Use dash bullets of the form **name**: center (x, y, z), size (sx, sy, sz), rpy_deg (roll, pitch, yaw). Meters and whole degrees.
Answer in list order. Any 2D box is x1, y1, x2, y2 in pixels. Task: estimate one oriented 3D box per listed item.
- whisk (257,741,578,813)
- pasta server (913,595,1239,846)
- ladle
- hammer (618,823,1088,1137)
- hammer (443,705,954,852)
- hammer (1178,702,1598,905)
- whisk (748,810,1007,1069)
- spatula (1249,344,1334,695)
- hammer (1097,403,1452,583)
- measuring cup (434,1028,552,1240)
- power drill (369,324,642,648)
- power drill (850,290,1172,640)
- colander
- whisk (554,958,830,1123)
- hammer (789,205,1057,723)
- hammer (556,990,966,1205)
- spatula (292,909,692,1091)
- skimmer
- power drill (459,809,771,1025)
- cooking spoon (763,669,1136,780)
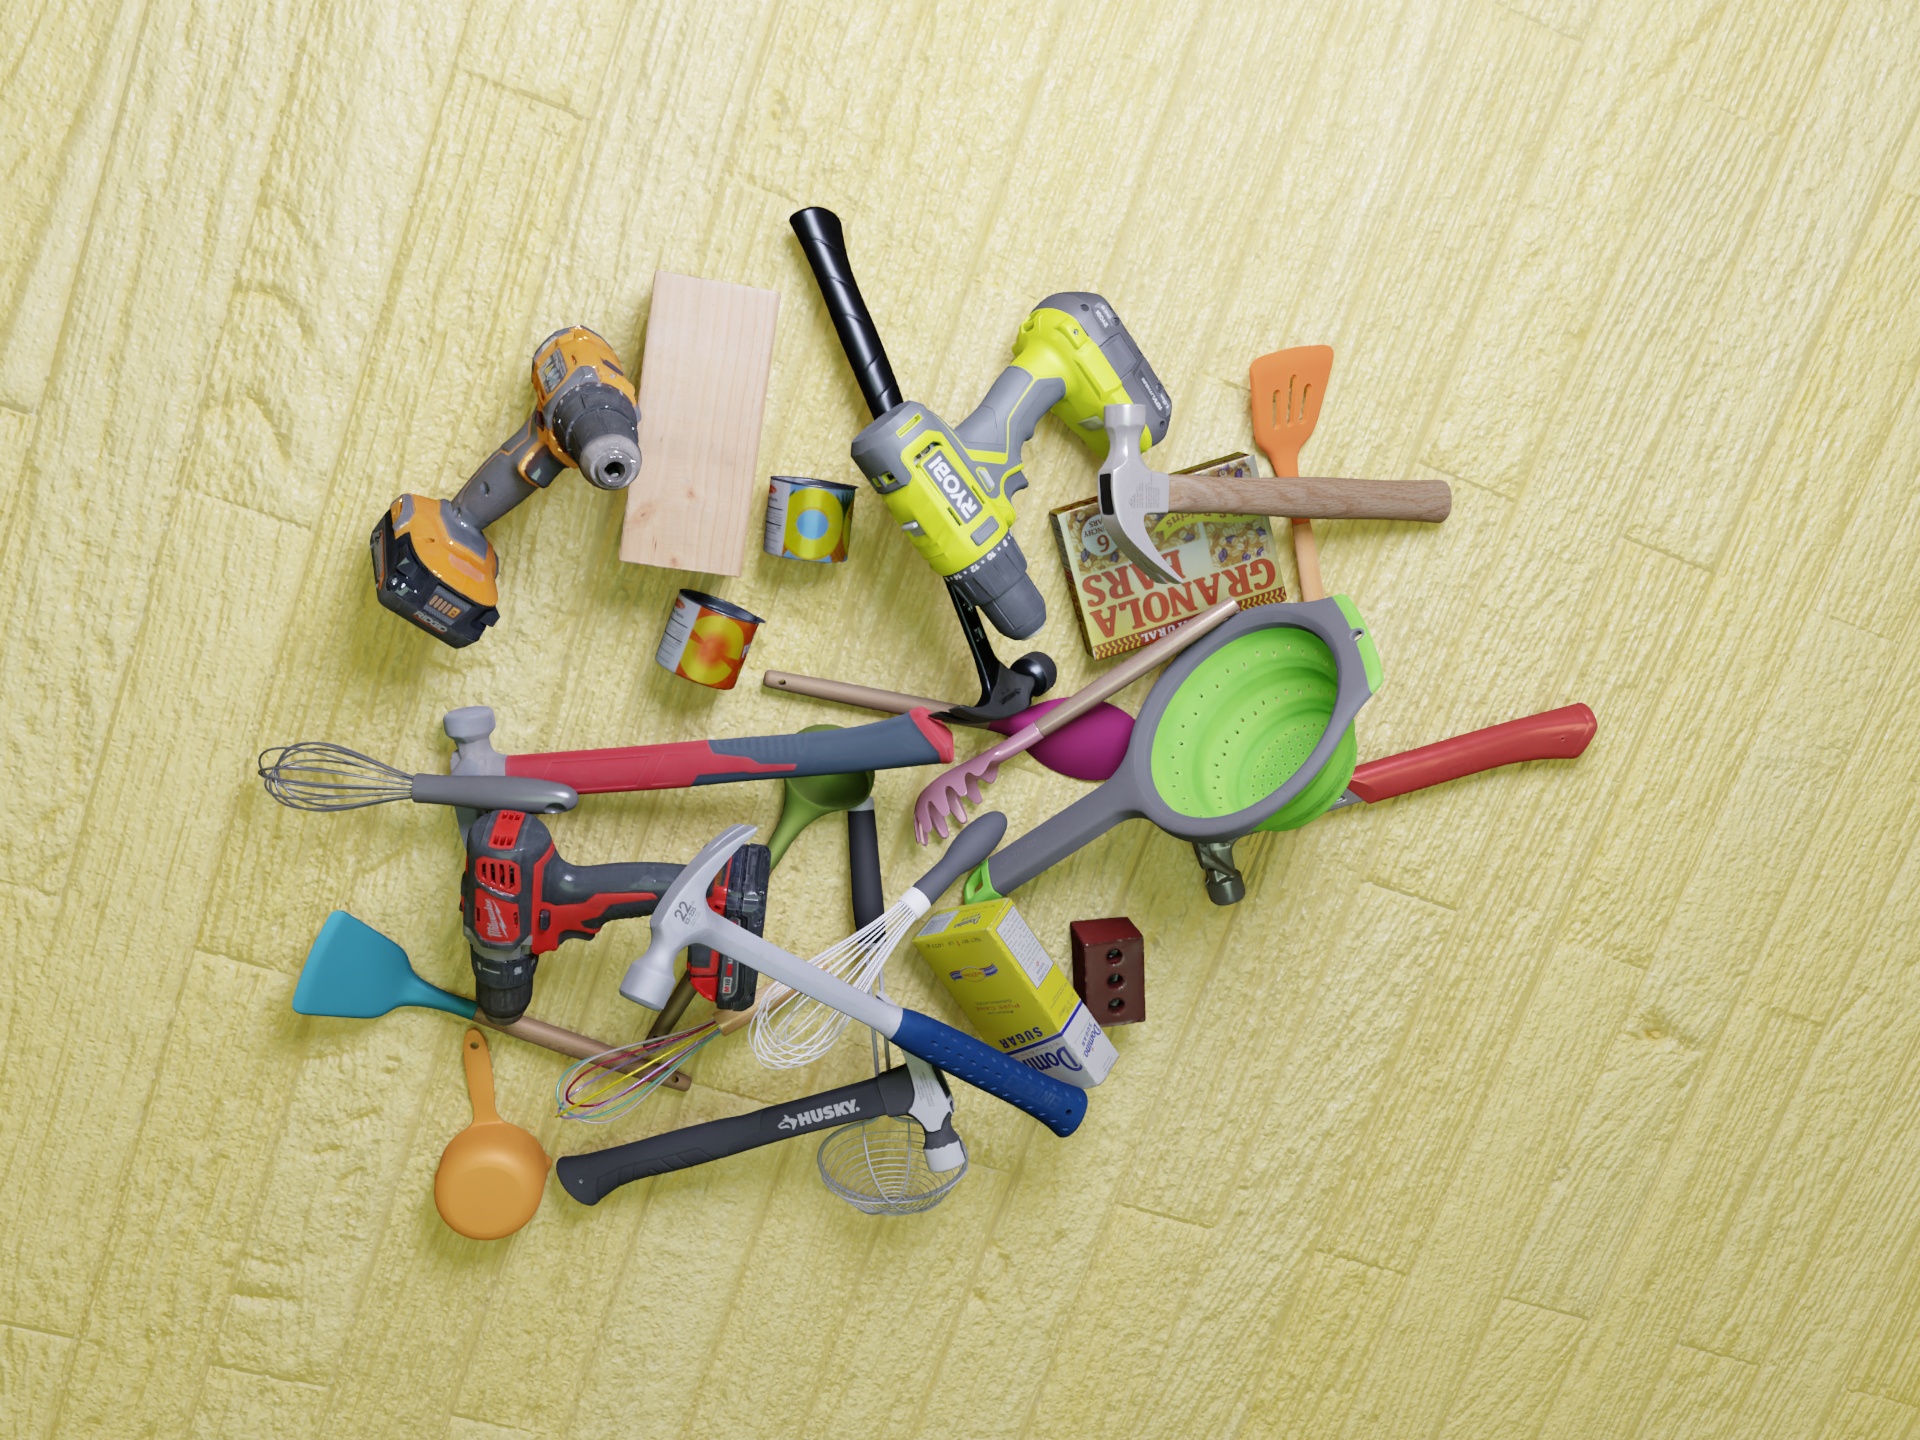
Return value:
- **whisk**: center (-0.405, 0.048, 1.189), size (0.239, 0.055, 0.055), rpy_deg (5, 102, -2)
- **pasta server**: center (0.089, -0.001, 1.268), size (0.316, 0.060, 0.040), rpy_deg (-33, 74, 6)
- **ladle**: center (-0.171, 0.140, 1.274), size (0.078, 0.062, 0.320), rpy_deg (32, 99, -5)
- **hammer**: center (-0.055, 0.218, 1.194), size (0.405, 0.035, 0.144), rpy_deg (33, 73, -29)
- **hammer**: center (-0.196, 0.047, 1.215), size (0.386, 0.038, 0.143), rpy_deg (-4, 105, 5)
- **hammer**: center (0.363, 0.039, 1.347), size (0.359, 0.037, 0.149), rpy_deg (-16, 105, -5)
- **whisk**: center (-0.059, 0.165, 1.253), size (0.284, 0.070, 0.070), rpy_deg (-44, 107, -25)
- **spatula**: center (0.283, -0.135, 1.279), size (0.081, 0.041, 0.322), rpy_deg (-14, 98, -22)
- **hammer**: center (0.250, -0.170, 1.228), size (0.331, 0.031, 0.130), rpy_deg (-2, 96, -28)
- **measuring cup**: center (-0.385, 0.337, 1.284), size (0.095, 0.052, 0.173), rpy_deg (-5, 105, -8)
- **power drill**: center (-0.309, -0.156, 1.111), size (0.226, 0.186, 0.084), rpy_deg (-45, 129, 10)
- **power drill**: center (0.050, -0.190, 1.175), size (0.228, 0.080, 0.190), rpy_deg (-46, 109, -24)
- **colander**: center (0.175, 0.061, 1.256), size (0.397, 0.205, 0.094), rpy_deg (-35, 127, 24)
- **whisk**: center (-0.217, 0.257, 1.288), size (0.245, 0.051, 0.047), rpy_deg (-27, 145, -15)
- **hammer**: center (-0.040, -0.187, 1.200), size (0.036, 0.149, 0.409), rpy_deg (-16, 101, 34)
- **hammer**: center (-0.172, 0.326, 1.285), size (0.335, 0.035, 0.146), rpy_deg (-17, 91, 11)
- **spatula**: center (-0.363, 0.243, 1.271), size (0.317, 0.044, 0.082), rpy_deg (23, 72, -15)
- **skimmer**: center (-0.067, 0.241, 1.326), size (0.127, 0.090, 0.363), rpy_deg (-4, 93, 2)
- **power drill**: center (-0.265, 0.164, 1.212), size (0.226, 0.080, 0.187), rpy_deg (7, 122, -7)
- **cooking spoon**: center (-0.002, -0.004, 1.286), size (0.318, 0.017, 0.068), rpy_deg (11, 101, -12)
